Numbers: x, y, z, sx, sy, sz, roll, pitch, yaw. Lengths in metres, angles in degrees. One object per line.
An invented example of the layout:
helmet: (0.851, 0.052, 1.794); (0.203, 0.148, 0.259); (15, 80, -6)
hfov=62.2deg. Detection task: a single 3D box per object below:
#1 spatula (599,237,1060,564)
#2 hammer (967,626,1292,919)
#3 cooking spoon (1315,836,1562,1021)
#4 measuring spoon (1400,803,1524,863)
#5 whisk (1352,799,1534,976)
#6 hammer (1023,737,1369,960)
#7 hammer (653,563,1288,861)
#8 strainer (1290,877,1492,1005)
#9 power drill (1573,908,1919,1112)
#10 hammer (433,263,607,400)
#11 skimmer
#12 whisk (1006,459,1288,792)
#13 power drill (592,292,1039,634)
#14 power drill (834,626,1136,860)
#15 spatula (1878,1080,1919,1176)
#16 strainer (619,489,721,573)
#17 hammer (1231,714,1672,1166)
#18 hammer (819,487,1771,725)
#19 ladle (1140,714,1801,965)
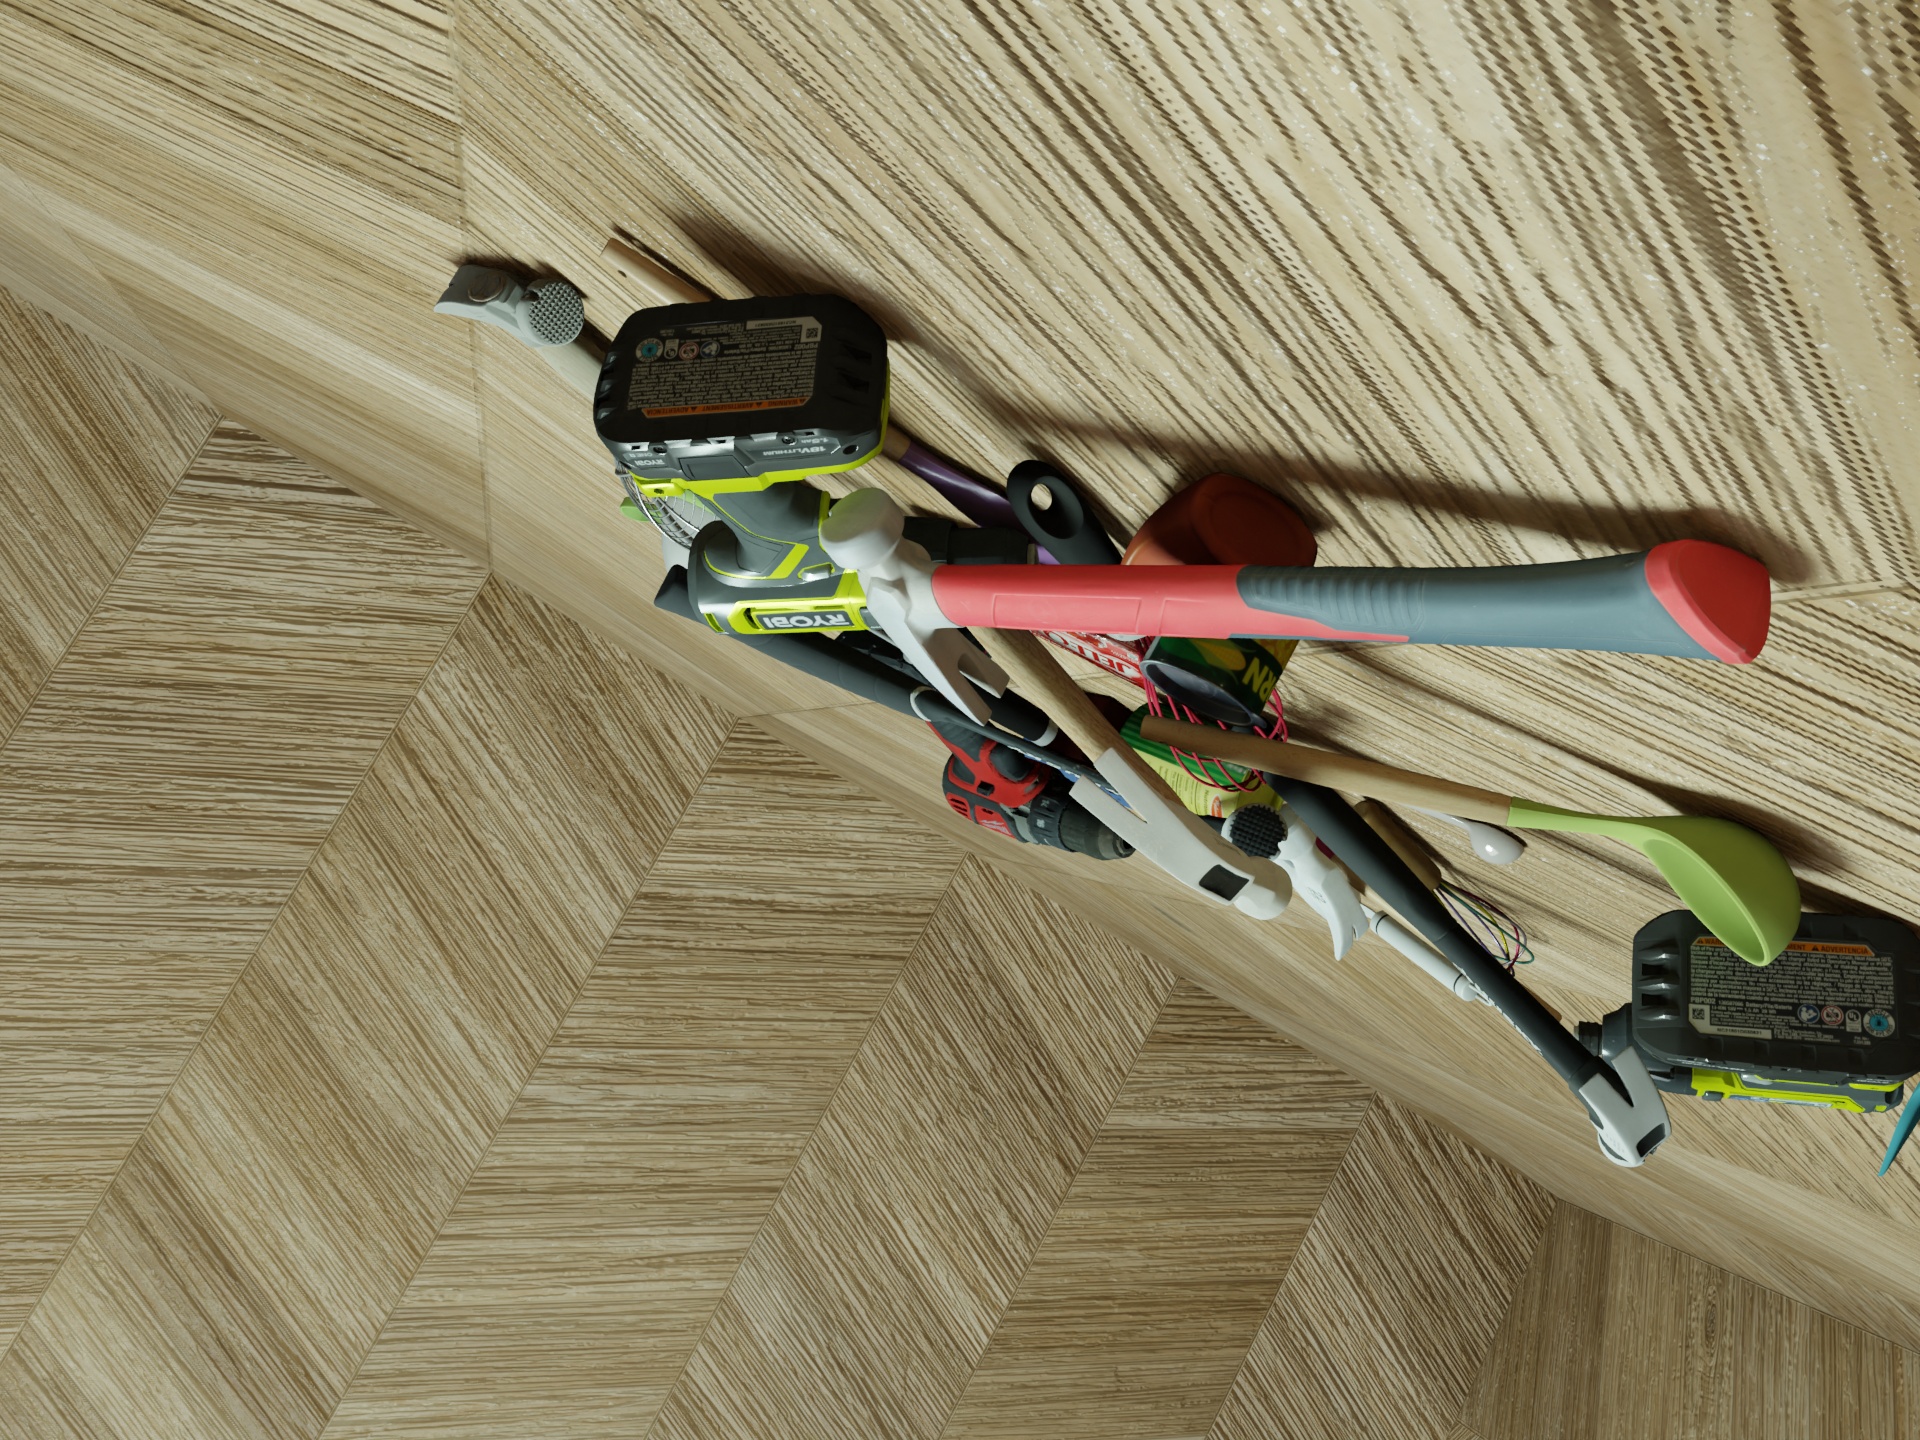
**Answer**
spatula: (-0.052, -0.158, 0.847); (0.315, 0.018, 0.060); (32, 166, -21)
hammer: (0.049, -0.018, 0.880); (0.130, 0.031, 0.332); (27, -163, -48)
cooking spoon: (0.287, 0.114, 1.131); (0.319, 0.017, 0.068); (39, 166, 26)
measuring spoon: (0.292, 0.062, 1.000); (0.124, 0.018, 0.034); (25, 170, 31)
whisk: (0.342, 0.125, 1.128); (0.244, 0.047, 0.051); (40, 168, -37)
hammer: (0.168, 0.076, 1.273); (0.144, 0.035, 0.406); (53, 166, -28)
hammer: (-0.002, -0.003, 0.976); (0.409, 0.036, 0.149); (24, 174, 5)
strainer: (0.317, 0.150, 1.203); (0.086, 0.050, 0.259); (61, 171, -30)
power drill: (0.423, 0.166, 0.858); (0.171, 0.080, 0.223); (1, 160, 21)
hammer: (-0.174, -0.173, 1.094); (0.146, 0.038, 0.410); (23, 169, 45)
skimmer: (-0.064, -0.098, 0.998); (0.363, 0.090, 0.127); (31, 157, -31)
whisk: (0.107, -0.044, 0.865); (0.073, 0.073, 0.295); (20, 162, 45)
power drill: (-0.068, -0.113, 0.806); (0.190, 0.080, 0.228); (-2, 157, 12)
power drill: (0.025, 0.010, 1.155); (0.188, 0.080, 0.226); (19, 150, 49)
spatula: (0.538, 0.177, 0.778); (0.044, 0.082, 0.317); (39, 167, 10)
strainer: (-0.191, -0.115, 1.147); (0.257, 0.069, 0.151); (21, 169, 48)
hammer: (0.272, 0.113, 0.923); (0.335, 0.035, 0.146); (50, -179, 31)
hammer: (0.118, -0.038, 0.645); (0.386, 0.038, 0.143); (5, 147, 41)
ladle: (0.240, 0.050, 0.783); (0.320, 0.062, 0.078); (14, 169, 18)
